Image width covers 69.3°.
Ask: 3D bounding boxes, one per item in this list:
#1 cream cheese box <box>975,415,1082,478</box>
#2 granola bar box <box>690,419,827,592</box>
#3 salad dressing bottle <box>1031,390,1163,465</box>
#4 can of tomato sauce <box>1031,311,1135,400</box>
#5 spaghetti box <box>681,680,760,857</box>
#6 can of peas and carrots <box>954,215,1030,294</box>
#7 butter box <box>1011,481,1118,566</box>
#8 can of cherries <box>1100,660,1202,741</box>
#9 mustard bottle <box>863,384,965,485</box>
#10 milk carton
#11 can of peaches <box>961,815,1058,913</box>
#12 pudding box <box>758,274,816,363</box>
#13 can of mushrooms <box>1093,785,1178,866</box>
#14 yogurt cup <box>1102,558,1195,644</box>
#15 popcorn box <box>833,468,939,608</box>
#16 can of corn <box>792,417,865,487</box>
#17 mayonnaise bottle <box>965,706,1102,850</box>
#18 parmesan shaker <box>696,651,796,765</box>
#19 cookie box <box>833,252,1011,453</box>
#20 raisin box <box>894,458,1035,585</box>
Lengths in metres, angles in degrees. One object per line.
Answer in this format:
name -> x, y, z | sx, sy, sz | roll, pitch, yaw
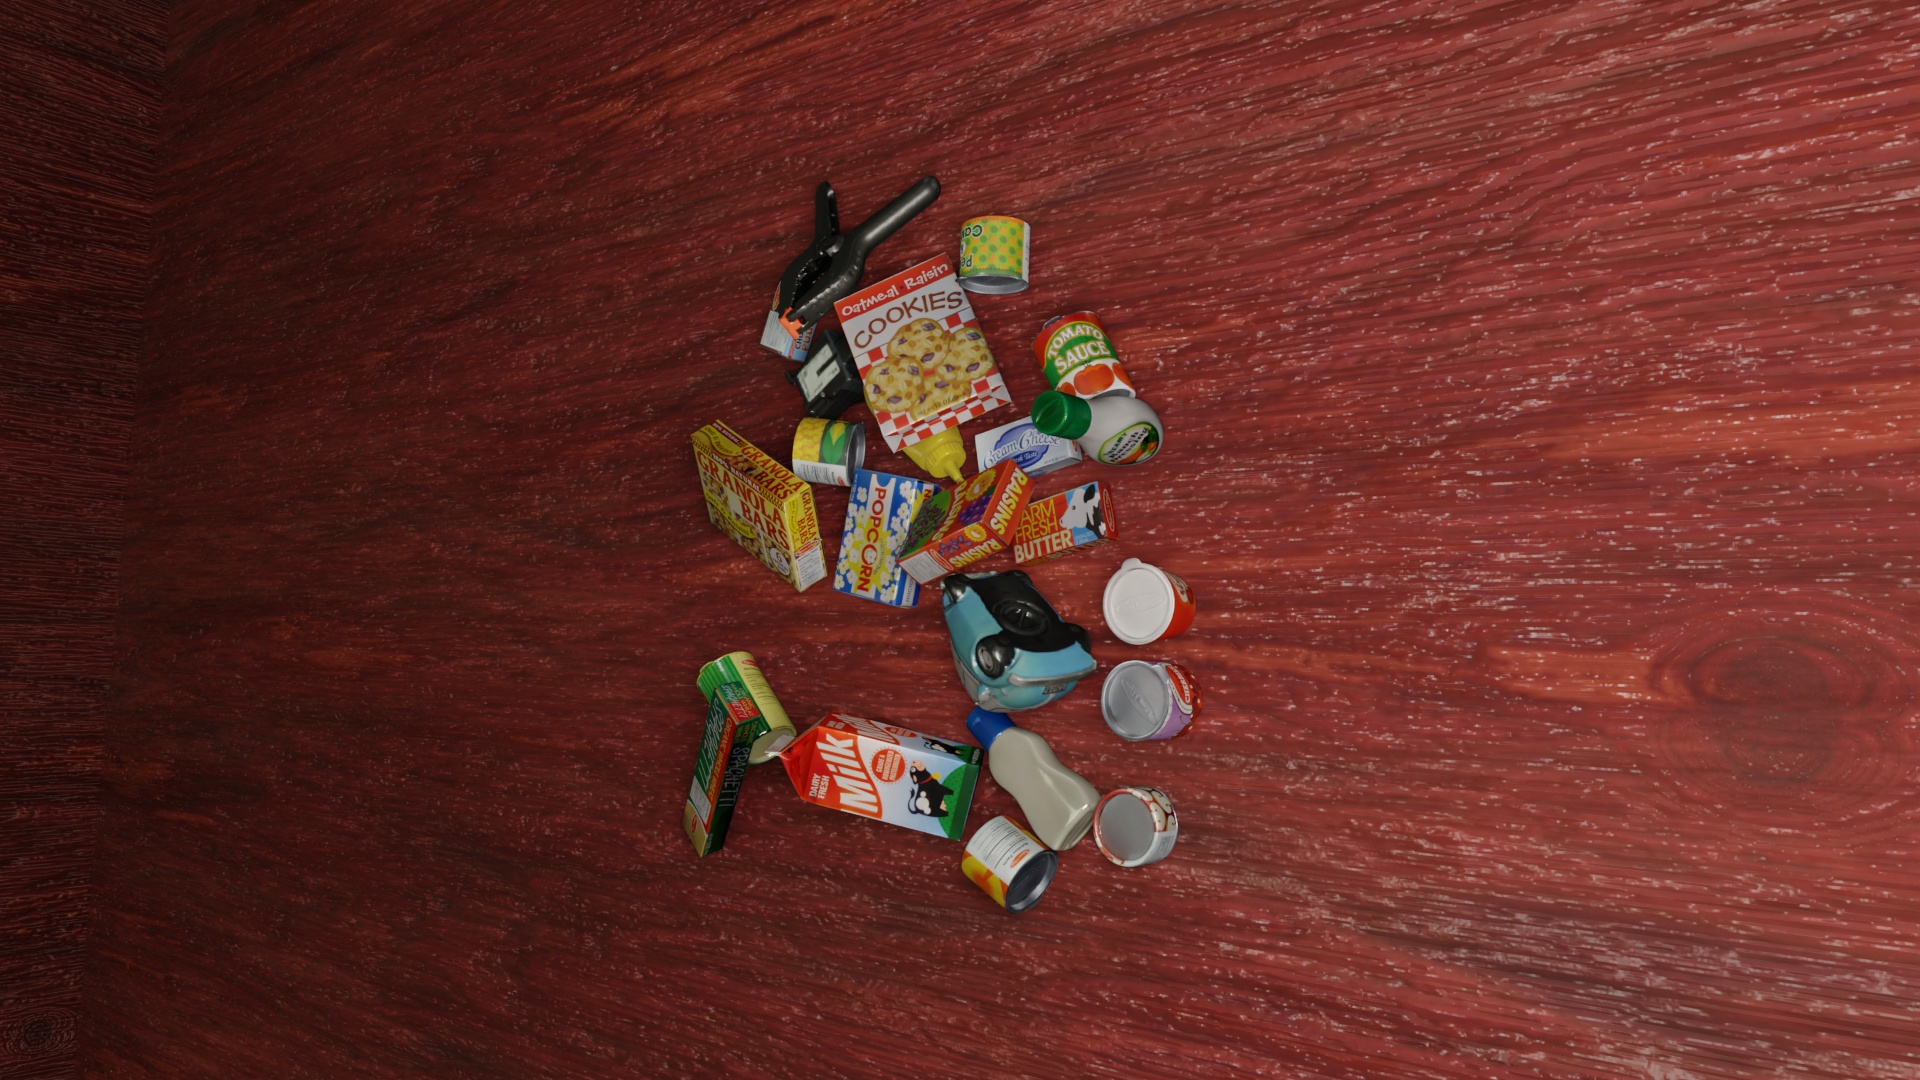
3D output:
cream cheese box -> 0.062, -0.086, 1.289 | 0.103, 0.024, 0.053 | -18, 73, 35
granola bar box -> -0.209, -0.037, 1.447 | 0.166, 0.039, 0.123 | 34, 144, 36
salad dressing bottle -> 0.115, -0.097, 1.170 | 0.064, 0.148, 0.044 | -44, 61, 27
can of tomato sauce -> 0.109, -0.151, 1.231 | 0.071, 0.071, 0.083 | -37, 64, 30
spaghetti box -> -0.248, 0.238, 1.427 | 0.050, 0.029, 0.248 | 53, 141, 29
can of peas and carrots -> 0.030, -0.268, 1.308 | 0.071, 0.071, 0.059 | -2, 83, 38
butter box -> 0.092, -0.014, 1.257 | 0.103, 0.024, 0.053 | -19, 73, 35
can of cherries -> 0.162, 0.133, 1.162 | 0.071, 0.058, 0.071 | -6, 80, 38
mustard bottle -> -0.036, -0.108, 1.353 | 0.065, 0.049, 0.161 | -42, 61, 17
milk carton -> -0.080, 0.210, 1.276 | 0.191, 0.072, 0.073 | 14, 95, 4
can of peaches -> 0.043, 0.288, 1.233 | 0.058, 0.071, 0.071 | 32, 105, 36
pudding box -> -0.181, -0.239, 1.496 | 0.050, 0.030, 0.083 | 24, 99, 39
can of mushrooms -> 0.146, 0.240, 1.178 | 0.071, 0.033, 0.071 | -4, 83, 38
yogurt cup -> 0.162, 0.054, 1.174 | 0.072, 0.054, 0.072 | -5, 82, 38
popcorn box -> -0.074, -0.003, 1.378 | 0.085, 0.038, 0.126 | 12, 92, 40
can of corn -> -0.132, -0.092, 1.406 | 0.058, 0.071, 0.071 | 7, 89, 10
mayonnaise bottle -> 0.062, 0.205, 1.244 | 0.148, 0.041, 0.064 | 47, 110, 33
parmesan shaker -> -0.226, 0.176, 1.454 | 0.071, 0.071, 0.103 | -50, 58, 23
cookie box -> -0.038, -0.181, 1.331 | 0.123, 0.040, 0.168 | -23, 62, 4
raisin box -> 0.005, -0.016, 1.279 | 0.123, 0.040, 0.086 | -25, 29, 44
